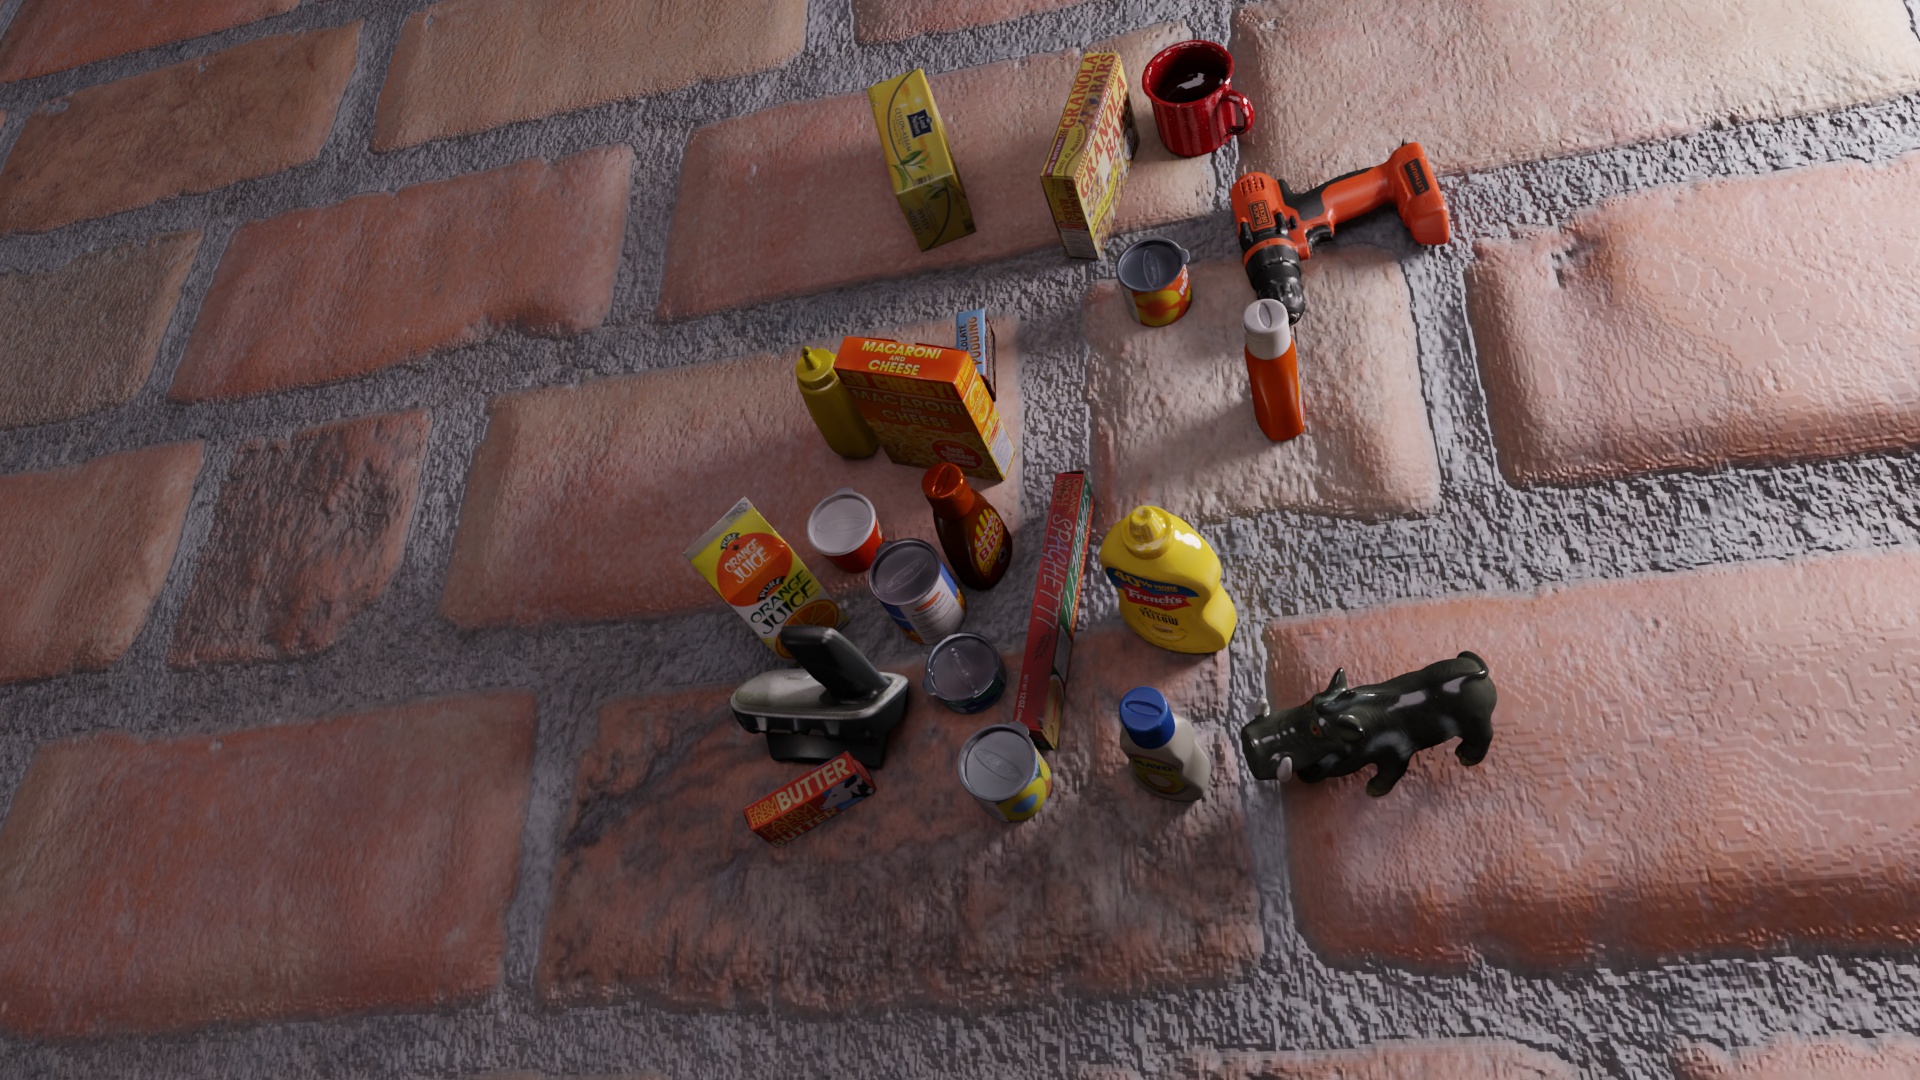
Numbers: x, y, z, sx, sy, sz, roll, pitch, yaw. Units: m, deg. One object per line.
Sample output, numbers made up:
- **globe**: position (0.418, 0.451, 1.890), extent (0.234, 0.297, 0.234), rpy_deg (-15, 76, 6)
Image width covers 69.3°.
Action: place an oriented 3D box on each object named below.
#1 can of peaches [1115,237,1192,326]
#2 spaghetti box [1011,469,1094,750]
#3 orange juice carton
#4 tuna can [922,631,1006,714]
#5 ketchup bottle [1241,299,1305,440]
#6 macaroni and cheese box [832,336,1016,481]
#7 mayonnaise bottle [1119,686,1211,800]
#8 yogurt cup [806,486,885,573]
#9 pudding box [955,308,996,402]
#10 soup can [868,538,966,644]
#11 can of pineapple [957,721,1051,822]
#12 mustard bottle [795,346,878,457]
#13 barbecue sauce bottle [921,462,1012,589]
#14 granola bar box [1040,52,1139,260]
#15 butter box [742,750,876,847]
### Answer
- **can of peaches**: position (0.191, -0.250, 1.346), extent (0.071, 0.058, 0.071), rpy_deg (-8, 59, 14)
- **spaghetti box**: position (0.083, 0.056, 1.208), extent (0.028, 0.050, 0.251), rpy_deg (1, 61, 19)
- **orange juice carton**: position (-0.176, 0.033, 1.223), extent (0.072, 0.192, 0.073), rpy_deg (-42, 57, -8)
- **tuna can**: position (0.003, 0.117, 1.210), extent (0.071, 0.032, 0.071), rpy_deg (-8, 59, 14)
- **ketchup bottle**: position (0.271, -0.150, 1.206), extent (0.043, 0.148, 0.065), rpy_deg (-14, 58, 11)
- **macaroni and cheese box**: position (-0.031, -0.121, 1.280), extent (0.124, 0.166, 0.040), rpy_deg (10, 65, 23)
- **mayonnaise bottle**: position (0.152, 0.157, 1.068), extent (0.065, 0.147, 0.041), rpy_deg (10, 65, 23)
- **yogurt cup**: position (-0.104, -0.005, 1.304), extent (0.072, 0.053, 0.073), rpy_deg (-8, 59, 14)
- **pudding box**: position (0.015, -0.181, 1.369), extent (0.030, 0.049, 0.084), rpy_deg (-8, 59, 14)
- **soup can**: position (-0.038, 0.044, 1.235), extent (0.071, 0.083, 0.071), rpy_deg (-8, 59, 14)
- **can of pineapple**: position (0.038, 0.190, 1.140), extent (0.071, 0.057, 0.071), rpy_deg (-8, 59, 14)
- **mustard bottle**: position (-0.121, -0.140, 1.325), extent (0.049, 0.159, 0.065), rpy_deg (-2, 61, 18)
- **barbecue sauce bottle**: position (0.004, -0.015, 1.217), extent (0.044, 0.148, 0.065), rpy_deg (13, 66, 25)
- **granola bar box**: position (0.133, -0.388, 1.406), extent (0.039, 0.123, 0.166), rpy_deg (9, 64, 23)
- **butter box**: position (-0.128, 0.221, 1.181), extent (0.103, 0.053, 0.024), rpy_deg (-29, 56, 0)
